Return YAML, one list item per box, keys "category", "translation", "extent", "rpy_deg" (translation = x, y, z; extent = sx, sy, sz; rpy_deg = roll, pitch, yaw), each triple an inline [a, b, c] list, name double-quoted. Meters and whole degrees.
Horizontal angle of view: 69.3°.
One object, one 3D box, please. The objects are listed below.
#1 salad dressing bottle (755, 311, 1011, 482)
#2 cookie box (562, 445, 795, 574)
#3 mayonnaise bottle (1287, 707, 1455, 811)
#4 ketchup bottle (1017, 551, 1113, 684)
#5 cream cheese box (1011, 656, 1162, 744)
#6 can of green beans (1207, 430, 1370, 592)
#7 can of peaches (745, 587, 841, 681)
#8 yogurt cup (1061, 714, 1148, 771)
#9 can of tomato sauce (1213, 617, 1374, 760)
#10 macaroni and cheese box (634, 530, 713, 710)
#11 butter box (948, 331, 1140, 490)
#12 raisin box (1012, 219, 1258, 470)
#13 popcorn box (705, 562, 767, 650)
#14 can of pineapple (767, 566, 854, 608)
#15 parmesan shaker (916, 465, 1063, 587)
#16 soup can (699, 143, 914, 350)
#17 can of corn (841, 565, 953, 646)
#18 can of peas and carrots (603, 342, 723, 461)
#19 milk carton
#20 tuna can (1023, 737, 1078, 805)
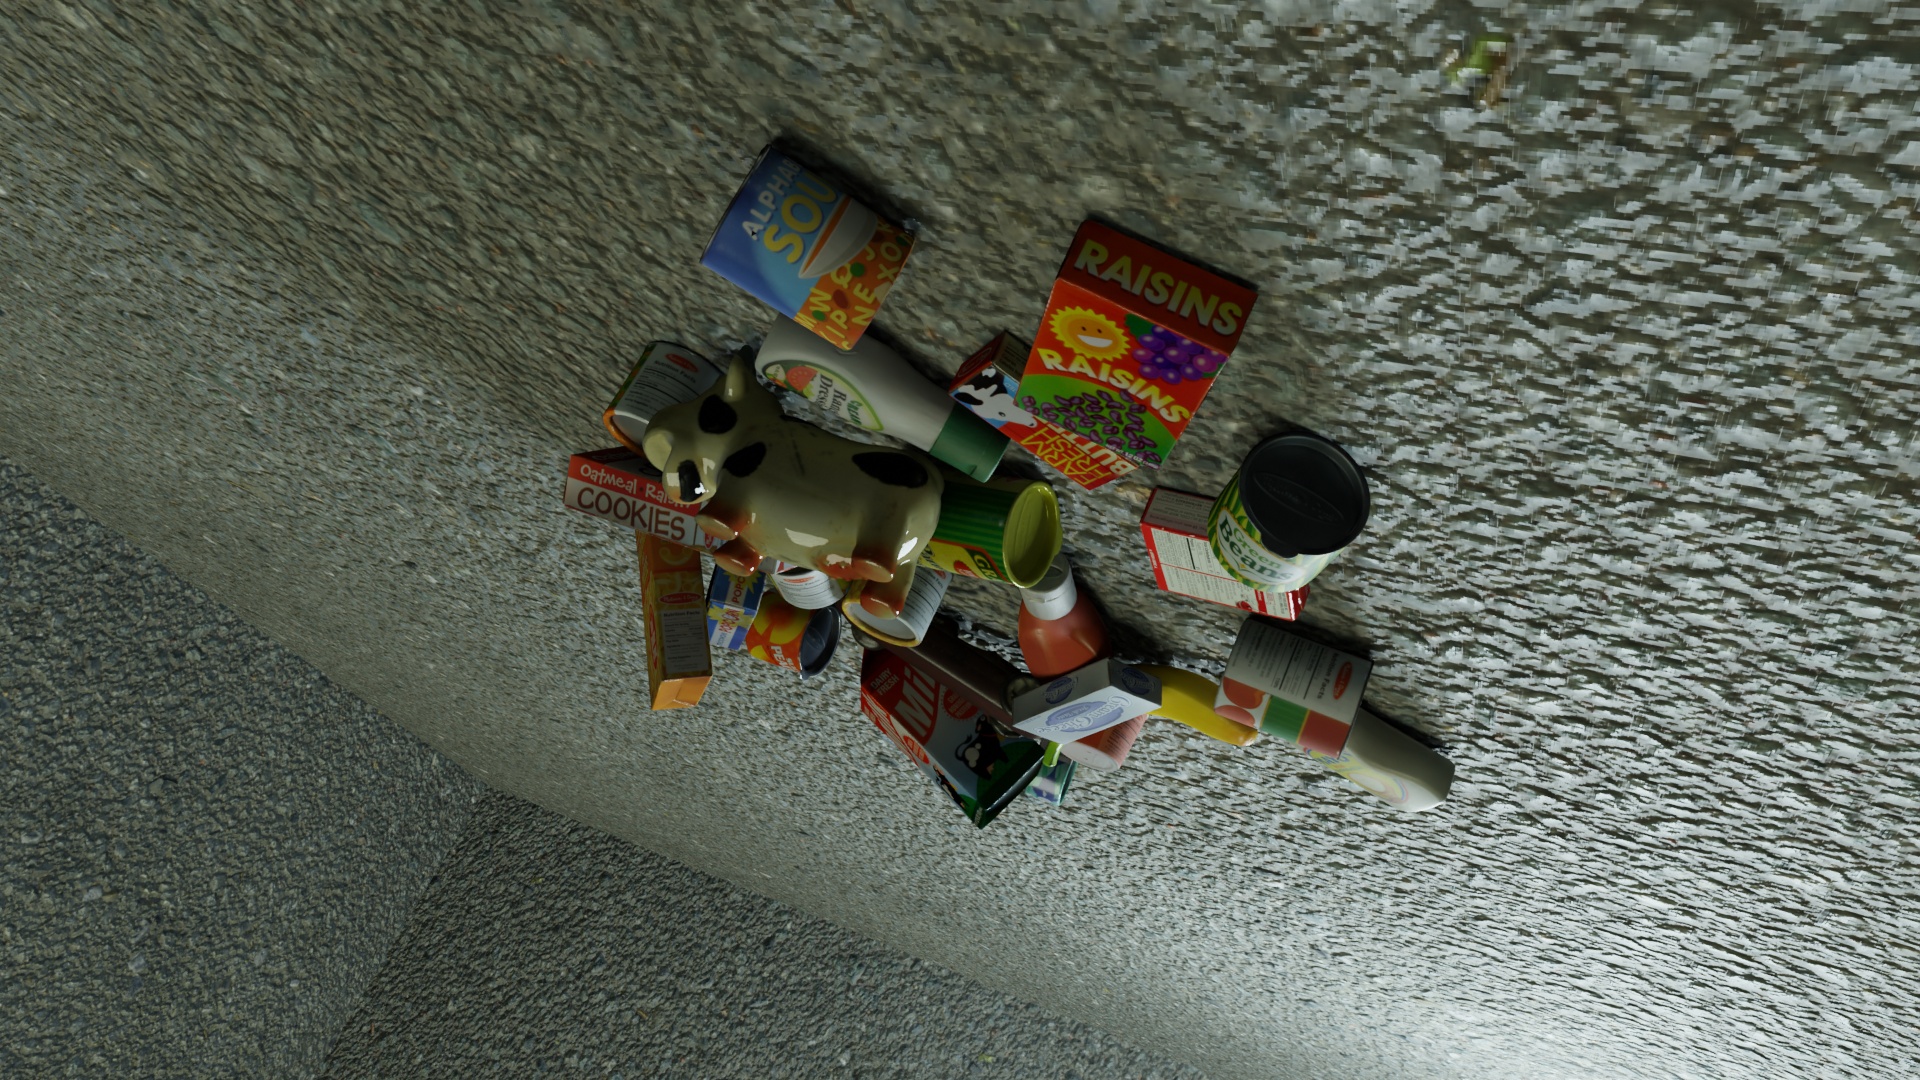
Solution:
- category: "salad dressing bottle"
  translation: [-0.042, -0.083, 0.790]
  extent: [0.148, 0.044, 0.064]
  rpy_deg: [28, 158, -4]
- category: "cookie box"
  translation: [-0.168, -0.026, 0.957]
  extent: [0.167, 0.040, 0.123]
  rpy_deg: [17, -165, 18]
- category: "mayonnaise bottle"
  translation: [0.259, 0.134, 0.943]
  extent: [0.148, 0.041, 0.064]
  rpy_deg: [30, 158, -11]
- category: "ketchup bottle"
  translation: [0.068, 0.057, 0.971]
  extent: [0.065, 0.044, 0.148]
  rpy_deg: [9, 152, 18]
- category: "cream cheese box"
  translation: [0.090, 0.116, 0.999]
  extent: [0.053, 0.024, 0.103]
  rpy_deg: [24, 144, -32]
- category: "can of green beans"
  translation: [0.164, -0.013, 0.700]
  extent: [0.071, 0.071, 0.057]
  rpy_deg: [25, 157, 3]
- category: "can of peaches"
  translation: [-0.146, 0.081, 1.205]
  extent: [0.058, 0.071, 0.071]
  rpy_deg: [16, 155, 23]
- category: "yogurt cup"
  translation: [0.110, 0.149, 1.109]
  extent: [0.072, 0.054, 0.072]
  rpy_deg: [21, 157, 10]
- category: "can of tomato sauce"
  translation: [0.209, 0.094, 0.876]
  extent: [0.083, 0.071, 0.071]
  rpy_deg: [20, 156, 16]
- category: "macaroni and cheese box"
  translation: [-0.227, 0.039, 1.091]
  extent: [0.040, 0.167, 0.123]
  rpy_deg: [-3, 164, -18]
- category: "butter box"
  translation: [0.049, -0.068, 0.754]
  extent: [0.103, 0.024, 0.053]
  rpy_deg: [33, 155, -16]
- category: "raisin box"
  translation: [0.079, -0.090, 0.660]
  extent: [0.086, 0.040, 0.123]
  rpy_deg: [25, 158, 3]
- category: "popcorn box"
  translation: [-0.178, 0.030, 1.106]
  extent: [0.038, 0.085, 0.126]
  rpy_deg: [16, 158, -10]
- category: "can of pineapple"
  translation: [-0.114, 0.008, 1.030]
  extent: [0.071, 0.071, 0.057]
  rpy_deg: [17, 156, 19]
- category: "parmesan shaker"
  translation: [0.003, -0.011, 0.869]
  extent: [0.103, 0.071, 0.071]
  rpy_deg: [10, 152, 33]
- category: "soup can"
  translation: [-0.072, -0.142, 0.670]
  extent: [0.084, 0.071, 0.071]
  rpy_deg: [30, 156, -12]
- category: "can of corn"
  translation: [-0.049, 0.038, 1.032]
  extent: [0.071, 0.058, 0.071]
  rpy_deg: [21, 156, 10]
- category: "can of peas and carrots"
  translation: [-0.192, -0.087, 0.916]
  extent: [0.071, 0.059, 0.070]
  rpy_deg: [22, 156, 10]
- category: "milk carton"
  translation: [-0.023, 0.146, 1.174]
  extent: [0.191, 0.074, 0.072]
  rpy_deg: [43, 160, 16]
- category: "tuna can"
  translation: [0.083, 0.200, 1.226]
  extent: [0.033, 0.071, 0.070]
  rpy_deg: [20, 156, 13]
